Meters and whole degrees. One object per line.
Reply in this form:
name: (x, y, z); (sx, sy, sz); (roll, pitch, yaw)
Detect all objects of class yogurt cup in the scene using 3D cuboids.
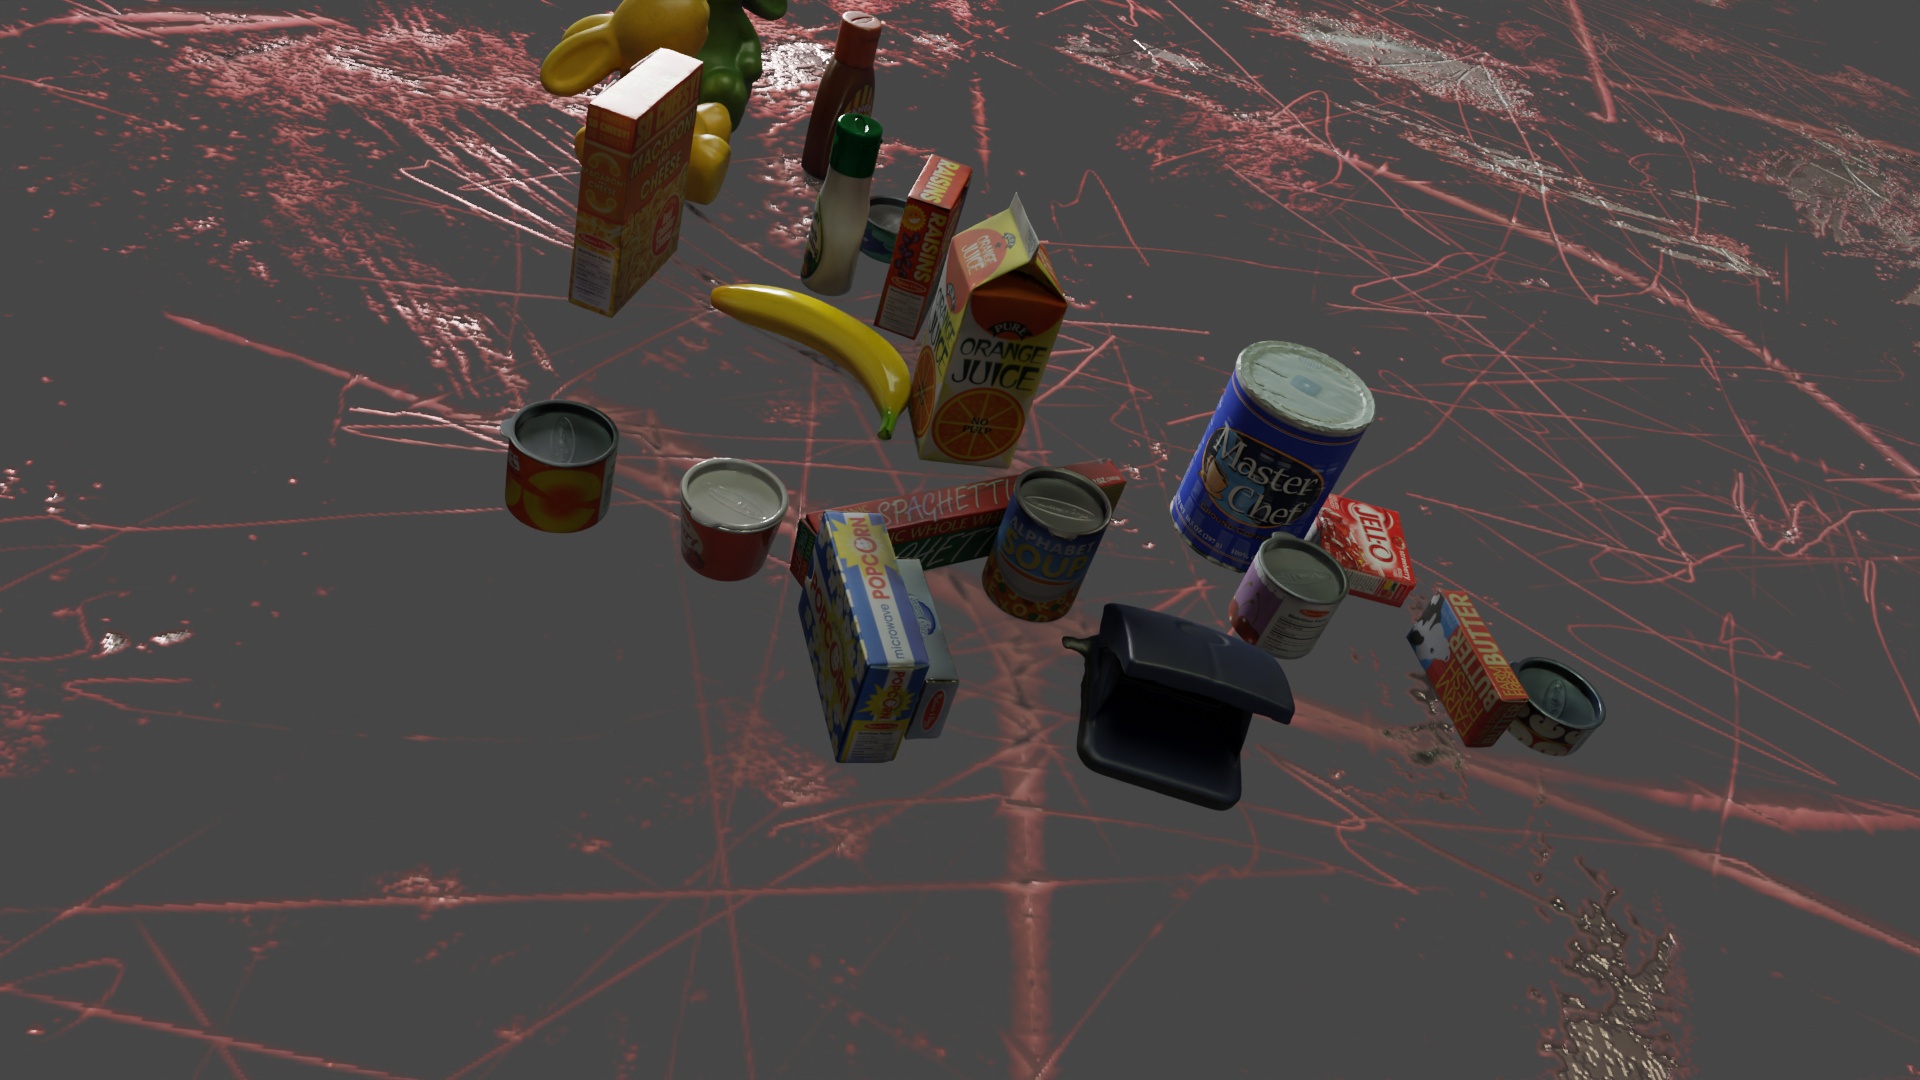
yogurt cup: (-0.146, -0.011, 0.879); (0.072, 0.053, 0.073); (11, 40, -9)

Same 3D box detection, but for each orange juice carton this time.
orange juice carton: (0.021, -0.148, 0.993); (0.073, 0.191, 0.072); (4, 42, -17)

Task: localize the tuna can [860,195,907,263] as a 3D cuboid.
tuna can: (-0.058, -0.274, 1.230); (0.071, 0.032, 0.071); (11, 40, -9)

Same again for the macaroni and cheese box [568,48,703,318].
macaroni and cheese box: (-0.246, -0.270, 1.048); (0.040, 0.165, 0.124); (21, 40, 2)

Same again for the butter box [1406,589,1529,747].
butter box: (0.350, 0.088, 0.962); (0.024, 0.052, 0.104); (4, 42, -17)

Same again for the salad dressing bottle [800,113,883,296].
salad dressing bottle: (-0.095, -0.270, 1.121); (0.044, 0.146, 0.064); (5, 42, -17)

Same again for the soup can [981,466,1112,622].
soup can: (0.055, 0.005, 0.917); (0.071, 0.083, 0.072); (11, 40, -9)

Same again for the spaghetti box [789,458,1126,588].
spaghetti box: (0.003, -0.012, 0.942); (0.251, 0.049, 0.029); (-12, 49, -32)

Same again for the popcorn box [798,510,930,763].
popcorn box: (-0.059, 0.055, 0.813); (0.038, 0.084, 0.127); (0, 43, -21)

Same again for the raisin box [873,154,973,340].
raisin box: (-0.030, -0.238, 1.130); (0.040, 0.122, 0.086); (19, 40, 0)

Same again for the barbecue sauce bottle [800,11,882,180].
barbecue sauce bottle: (-0.106, -0.407, 1.273); (0.044, 0.147, 0.065); (36, 42, 19)

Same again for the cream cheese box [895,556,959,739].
cream cheese box: (-0.030, 0.064, 0.839); (0.024, 0.053, 0.104); (1, 43, -21)

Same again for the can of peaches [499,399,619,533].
can of peaches: (-0.254, -0.047, 0.874); (0.071, 0.057, 0.071); (11, 40, -9)

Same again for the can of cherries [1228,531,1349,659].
can of cherries: (0.227, 0.038, 0.966); (0.071, 0.058, 0.072); (11, 40, -9)

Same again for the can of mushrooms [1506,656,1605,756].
can of mushrooms: (0.408, 0.115, 0.970); (0.071, 0.033, 0.071); (11, 40, -9)
